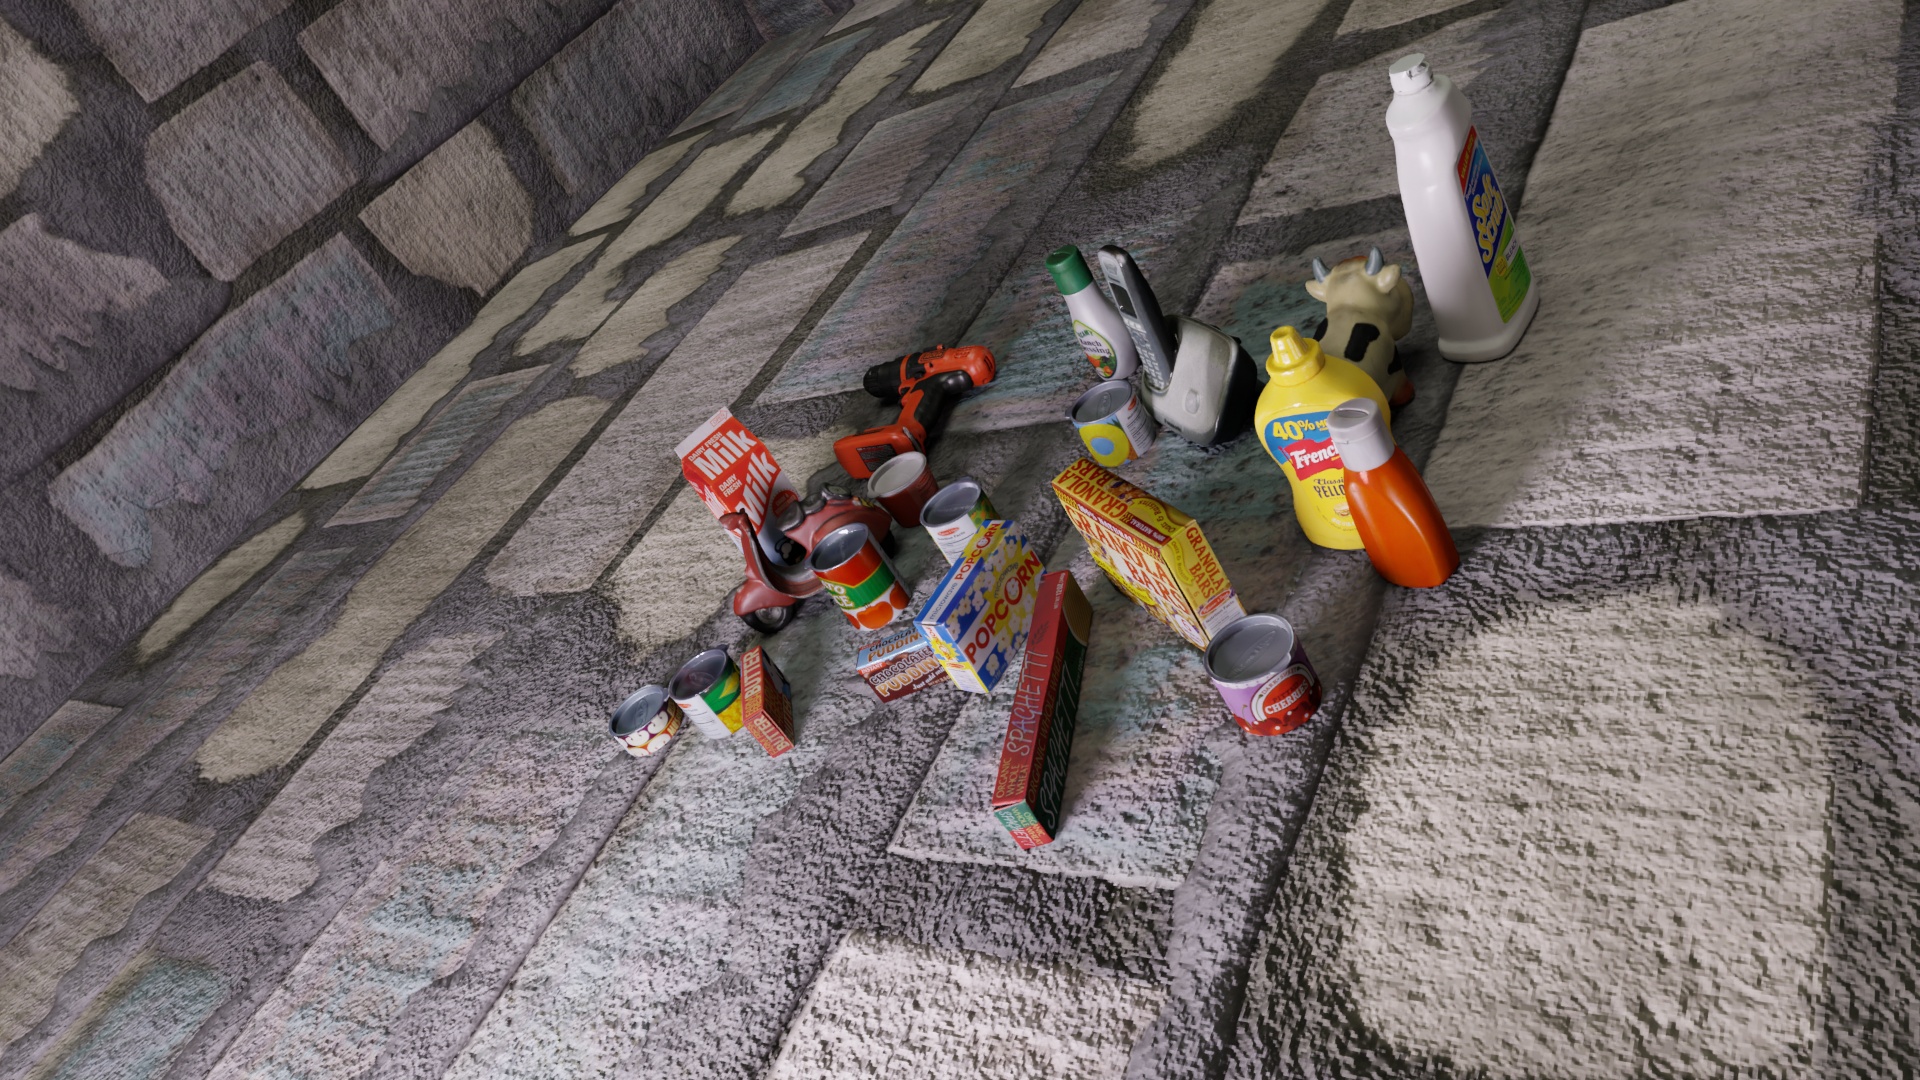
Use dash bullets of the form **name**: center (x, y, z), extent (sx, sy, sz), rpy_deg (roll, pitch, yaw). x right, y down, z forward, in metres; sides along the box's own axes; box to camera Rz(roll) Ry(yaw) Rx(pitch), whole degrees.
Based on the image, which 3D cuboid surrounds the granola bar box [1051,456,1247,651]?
- **granola bar box**: center (0.148, 0.013, 1.082), extent (0.039, 0.123, 0.166), rpy_deg (-38, 31, -8)

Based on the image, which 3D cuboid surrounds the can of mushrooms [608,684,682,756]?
- **can of mushrooms**: center (-0.306, 0.175, 1.360), extent (0.071, 0.033, 0.071), rpy_deg (-24, 32, 16)

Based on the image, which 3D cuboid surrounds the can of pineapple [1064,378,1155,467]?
- **can of pineapple**: center (0.144, -0.112, 1.329), extent (0.071, 0.057, 0.071), rpy_deg (-24, 32, 16)

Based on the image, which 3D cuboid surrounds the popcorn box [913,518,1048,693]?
- **popcorn box**: center (0.022, 0.055, 1.177), extent (0.038, 0.085, 0.127), rpy_deg (-1, 43, 43)

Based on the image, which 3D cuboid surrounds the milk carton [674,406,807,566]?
- **milk carton**: center (-0.217, -0.045, 1.438), extent (0.072, 0.190, 0.073), rpy_deg (-44, 32, -18)

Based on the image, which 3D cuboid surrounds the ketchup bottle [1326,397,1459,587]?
- **ketchup bottle**: center (0.300, -0.033, 0.981), extent (0.044, 0.148, 0.065), rpy_deg (-46, 33, -21)

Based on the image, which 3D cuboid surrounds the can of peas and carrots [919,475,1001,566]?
- **can of peas and carrots**: center (0.005, -0.017, 1.322), extent (0.071, 0.058, 0.071), rpy_deg (-24, 32, 16)

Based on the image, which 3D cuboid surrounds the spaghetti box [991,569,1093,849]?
- **spaghetti box**: center (0.067, 0.123, 1.072), extent (0.028, 0.050, 0.251), rpy_deg (-17, 34, 26)

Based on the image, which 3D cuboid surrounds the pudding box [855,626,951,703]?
- **pudding box**: center (-0.042, 0.103, 1.202), extent (0.083, 0.049, 0.030), rpy_deg (-22, 32, 19)

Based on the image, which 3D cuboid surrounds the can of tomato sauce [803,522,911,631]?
- **can of tomato sauce**: center (-0.096, 0.036, 1.316), extent (0.071, 0.083, 0.071), rpy_deg (-24, 32, 16)

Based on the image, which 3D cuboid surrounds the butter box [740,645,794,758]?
- **butter box**: center (-0.176, 0.146, 1.263), extent (0.024, 0.053, 0.104), rpy_deg (-29, 31, 8)

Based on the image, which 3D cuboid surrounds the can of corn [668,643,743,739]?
- **can of corn**: center (-0.230, 0.143, 1.312), extent (0.071, 0.058, 0.071), rpy_deg (-24, 32, 16)

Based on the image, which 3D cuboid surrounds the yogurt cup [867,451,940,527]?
- **yogurt cup**: center (-0.054, -0.050, 1.429), extent (0.072, 0.053, 0.073), rpy_deg (-24, 32, 16)

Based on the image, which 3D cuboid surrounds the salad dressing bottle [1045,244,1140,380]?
- **salad dressing bottle**: center (0.135, -0.233, 1.423), extent (0.044, 0.147, 0.064), rpy_deg (-44, 32, -17)

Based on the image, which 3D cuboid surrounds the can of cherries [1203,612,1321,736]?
- **can of cherries**: center (0.213, 0.095, 0.969), extent (0.071, 0.058, 0.072), rpy_deg (-24, 32, 16)
